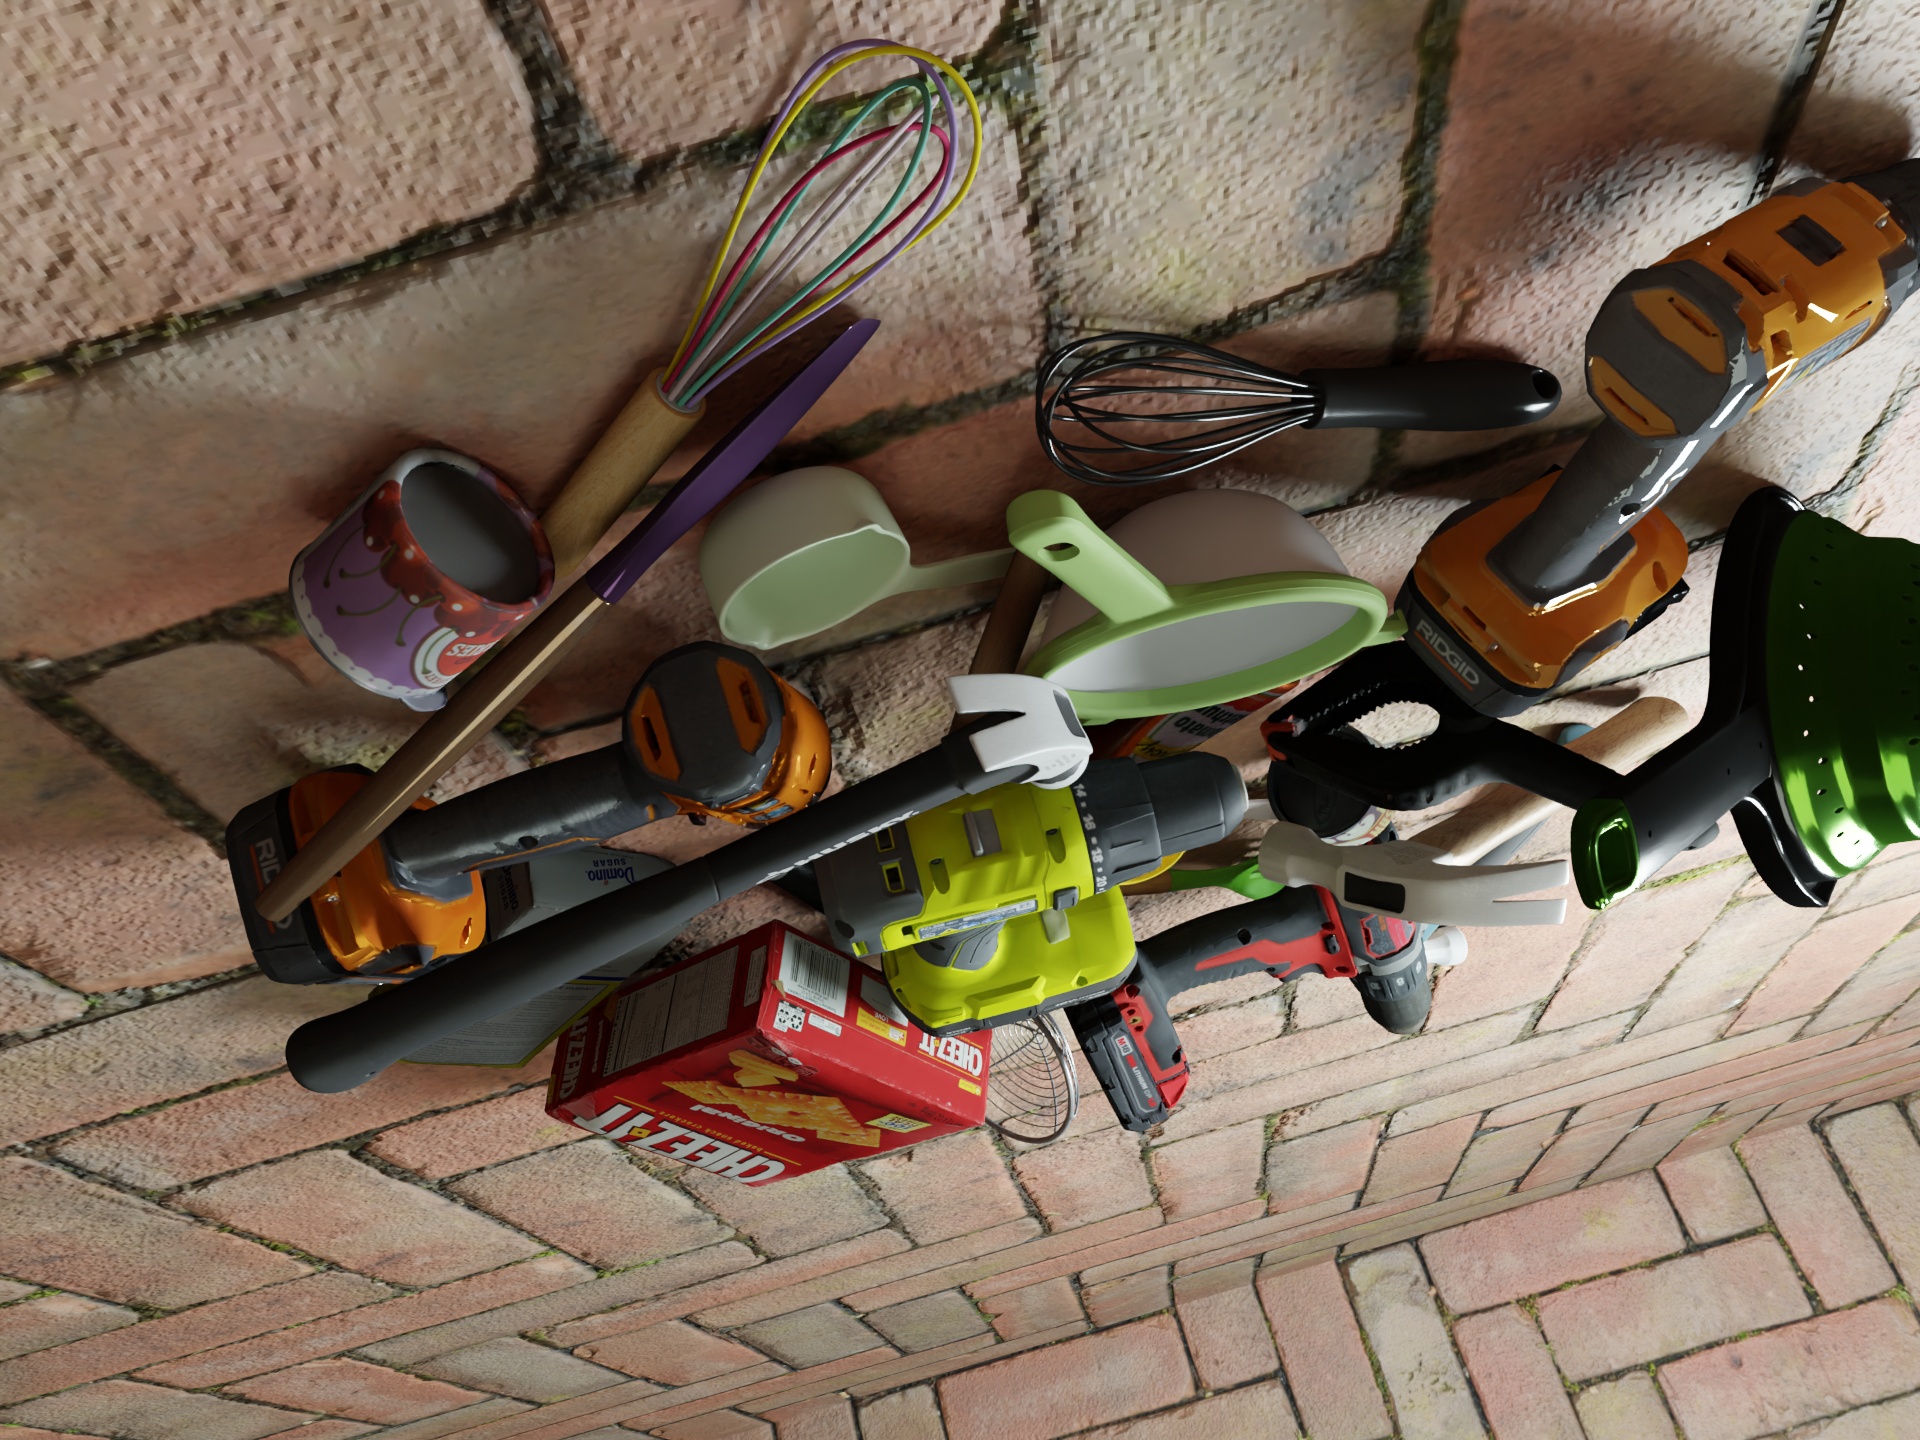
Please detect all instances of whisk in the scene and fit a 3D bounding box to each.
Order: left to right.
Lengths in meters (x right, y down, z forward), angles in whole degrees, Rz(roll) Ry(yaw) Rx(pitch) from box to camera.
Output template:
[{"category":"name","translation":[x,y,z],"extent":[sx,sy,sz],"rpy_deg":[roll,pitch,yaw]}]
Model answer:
[{"category":"whisk","translation":[-0.076,-0.115,0.505],"extent":[0.047,0.051,0.245],"rpy_deg":[4,148,-42]},{"category":"whisk","translation":[0.134,-0.119,0.599],"extent":[0.239,0.055,0.055],"rpy_deg":[-7,149,-23]}]

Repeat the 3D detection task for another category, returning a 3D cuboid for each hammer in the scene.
[{"category":"hammer","translation":[-0.109,0.066,0.614],"extent":[0.335,0.035,0.146],"rpy_deg":[-25,169,5]},{"category":"hammer","translation":[0.352,0.100,1.092],"extent":[0.128,0.033,0.330],"rpy_deg":[-8,149,-17]},{"category":"hammer","translation":[0.306,0.040,0.842],"extent":[0.331,0.130,0.031],"rpy_deg":[-19,115,-41]}]

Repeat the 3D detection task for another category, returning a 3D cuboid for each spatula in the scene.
[{"category":"spatula","translation":[-0.143,-0.030,0.557],"extent":[0.316,0.018,0.060],"rpy_deg":[-41,-176,14]},{"category":"spatula","translation":[-0.001,-0.002,0.734],"extent":[0.082,0.044,0.317],"rpy_deg":[-5,148,-18]}]

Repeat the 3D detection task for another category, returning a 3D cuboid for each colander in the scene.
[{"category":"colander","translation":[0.379,0.005,0.685],"extent":[0.094,0.204,0.397],"rpy_deg":[-5,-170,44]}]

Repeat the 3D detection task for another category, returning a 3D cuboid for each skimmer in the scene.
[{"category":"skimmer","translation":[-0.032,0.170,0.959],"extent":[0.090,0.127,0.362],"rpy_deg":[-61,143,-10]}]

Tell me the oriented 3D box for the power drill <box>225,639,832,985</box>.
[{"category":"power drill","translation":[-0.163,0.041,0.669],"extent":[0.226,0.084,0.164],"rpy_deg":[-20,169,4]}]

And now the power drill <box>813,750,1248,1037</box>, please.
[{"category":"power drill","translation":[0.035,0.083,0.775],"extent":[0.190,0.080,0.228],"rpy_deg":[-14,158,-3]}]

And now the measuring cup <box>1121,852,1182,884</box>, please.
[{"category":"measuring cup","translation":[0.099,0.033,0.869],"extent":[0.062,0.029,0.156],"rpy_deg":[-9,138,-11]}]

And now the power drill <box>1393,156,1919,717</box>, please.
[{"category":"power drill","translation":[0.284,-0.115,0.626],"extent":[0.185,0.084,0.226],"rpy_deg":[-30,158,-26]}]

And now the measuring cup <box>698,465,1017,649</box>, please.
[{"category":"measuring cup","translation":[-0.028,-0.070,0.621],"extent":[0.167,0.038,0.083],"rpy_deg":[-12,158,-43]}]

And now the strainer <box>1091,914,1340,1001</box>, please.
[{"category":"strainer","translation":[0.143,0.149,1.028],"extent":[0.258,0.050,0.086],"rpy_deg":[-13,165,5]}]

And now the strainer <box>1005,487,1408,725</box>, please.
[{"category":"strainer","translation":[0.071,-0.063,0.610],"extent":[0.151,0.069,0.256],"rpy_deg":[-17,163,22]}]

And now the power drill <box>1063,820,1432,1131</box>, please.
[{"category":"power drill","translation":[0.183,0.162,0.977],"extent":[0.226,0.080,0.187],"rpy_deg":[-26,128,1]}]

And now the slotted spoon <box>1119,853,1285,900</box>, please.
[{"category":"slotted spoon","translation":[0.104,0.097,0.969],"extent":[0.313,0.031,0.070],"rpy_deg":[1,149,-24]}]

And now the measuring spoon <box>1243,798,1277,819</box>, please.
[{"category":"measuring spoon","translation":[0.172,0.046,0.933],"extent":[0.124,0.018,0.034],"rpy_deg":[5,142,-44]}]
